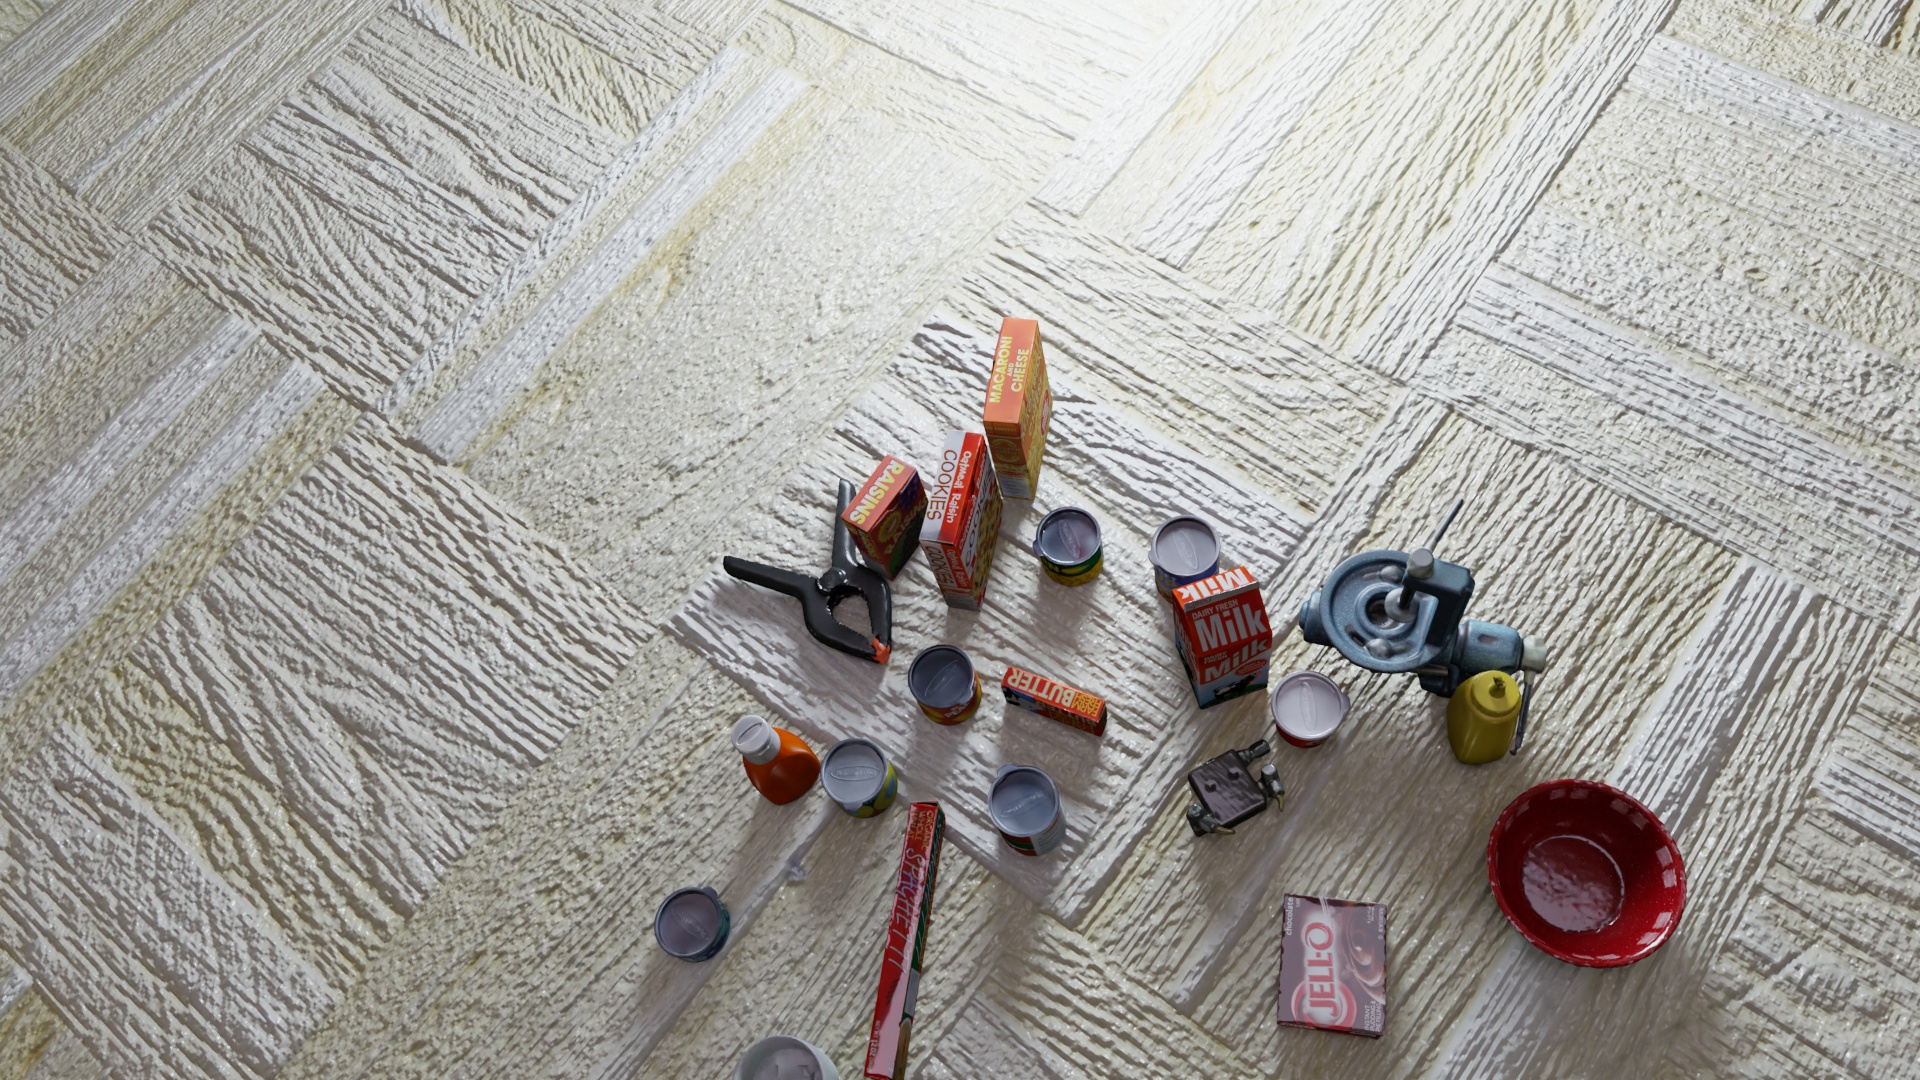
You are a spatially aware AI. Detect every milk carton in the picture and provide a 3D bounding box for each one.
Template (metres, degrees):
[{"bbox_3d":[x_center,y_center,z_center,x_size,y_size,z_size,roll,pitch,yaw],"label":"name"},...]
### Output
[{"bbox_3d":[0.242,0.085,1.287,0.072,0.190,0.074,-18,63,1],"label":"milk carton"}]

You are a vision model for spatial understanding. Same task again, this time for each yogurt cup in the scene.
[{"bbox_3d":[0.327,0.163,1.312,0.072,0.053,0.072,-4,64,8],"label":"yogurt cup"}]

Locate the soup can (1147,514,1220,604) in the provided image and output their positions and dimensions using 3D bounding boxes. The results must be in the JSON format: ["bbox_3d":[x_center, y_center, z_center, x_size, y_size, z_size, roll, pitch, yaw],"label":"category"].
[{"bbox_3d":[0.222,0.022,1.381,0.071,0.083,0.071,-4,64,8],"label":"soup can"}]

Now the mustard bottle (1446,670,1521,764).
[{"bbox_3d":[0.468,0.152,1.234,0.049,0.159,0.065,-8,64,6],"label":"mustard bottle"}]

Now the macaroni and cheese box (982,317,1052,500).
[{"bbox_3d":[0.060,-0.134,1.438,0.040,0.166,0.124,6,66,12],"label":"macaroni and cheese box"}]

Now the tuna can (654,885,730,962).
[{"bbox_3d":[-0.253,0.364,1.323,0.071,0.032,0.071,-4,64,8],"label":"tuna can"}]

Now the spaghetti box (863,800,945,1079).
[{"bbox_3d":[-0.049,0.366,1.278,0.029,0.050,0.251,4,65,12],"label":"spaghetti box"}]

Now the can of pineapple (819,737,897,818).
[{"bbox_3d":[-0.098,0.233,1.347,0.071,0.057,0.071,-4,64,8],"label":"can of pineapple"}]

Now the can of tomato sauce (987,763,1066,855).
[{"bbox_3d":[0.062,0.252,1.296,0.071,0.082,0.071,-4,64,8],"label":"can of tomato sauce"}]

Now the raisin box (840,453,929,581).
[{"bbox_3d":[-0.072,-0.022,1.430,0.040,0.123,0.086,30,73,21],"label":"raisin box"}]

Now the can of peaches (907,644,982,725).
[{"bbox_3d":[-0.013,0.145,1.375,0.071,0.058,0.071,-4,64,8],"label":"can of peaches"}]

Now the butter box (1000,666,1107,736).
[{"bbox_3d":[0.093,0.157,1.354,0.103,0.053,0.024,19,69,17],"label":"butter box"}]

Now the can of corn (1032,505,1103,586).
[{"bbox_3d":[0.110,0.008,1.421,0.071,0.058,0.071,-4,64,8],"label":"can of corn"}]

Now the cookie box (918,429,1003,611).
[{"bbox_3d":[0.005,-0.017,1.390,0.040,0.166,0.123,8,66,13],"label":"cookie box"}]

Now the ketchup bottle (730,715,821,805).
[{"bbox_3d":[-0.179,0.206,1.322,0.065,0.148,0.043,-40,65,-10],"label":"ketchup bottle"}]
